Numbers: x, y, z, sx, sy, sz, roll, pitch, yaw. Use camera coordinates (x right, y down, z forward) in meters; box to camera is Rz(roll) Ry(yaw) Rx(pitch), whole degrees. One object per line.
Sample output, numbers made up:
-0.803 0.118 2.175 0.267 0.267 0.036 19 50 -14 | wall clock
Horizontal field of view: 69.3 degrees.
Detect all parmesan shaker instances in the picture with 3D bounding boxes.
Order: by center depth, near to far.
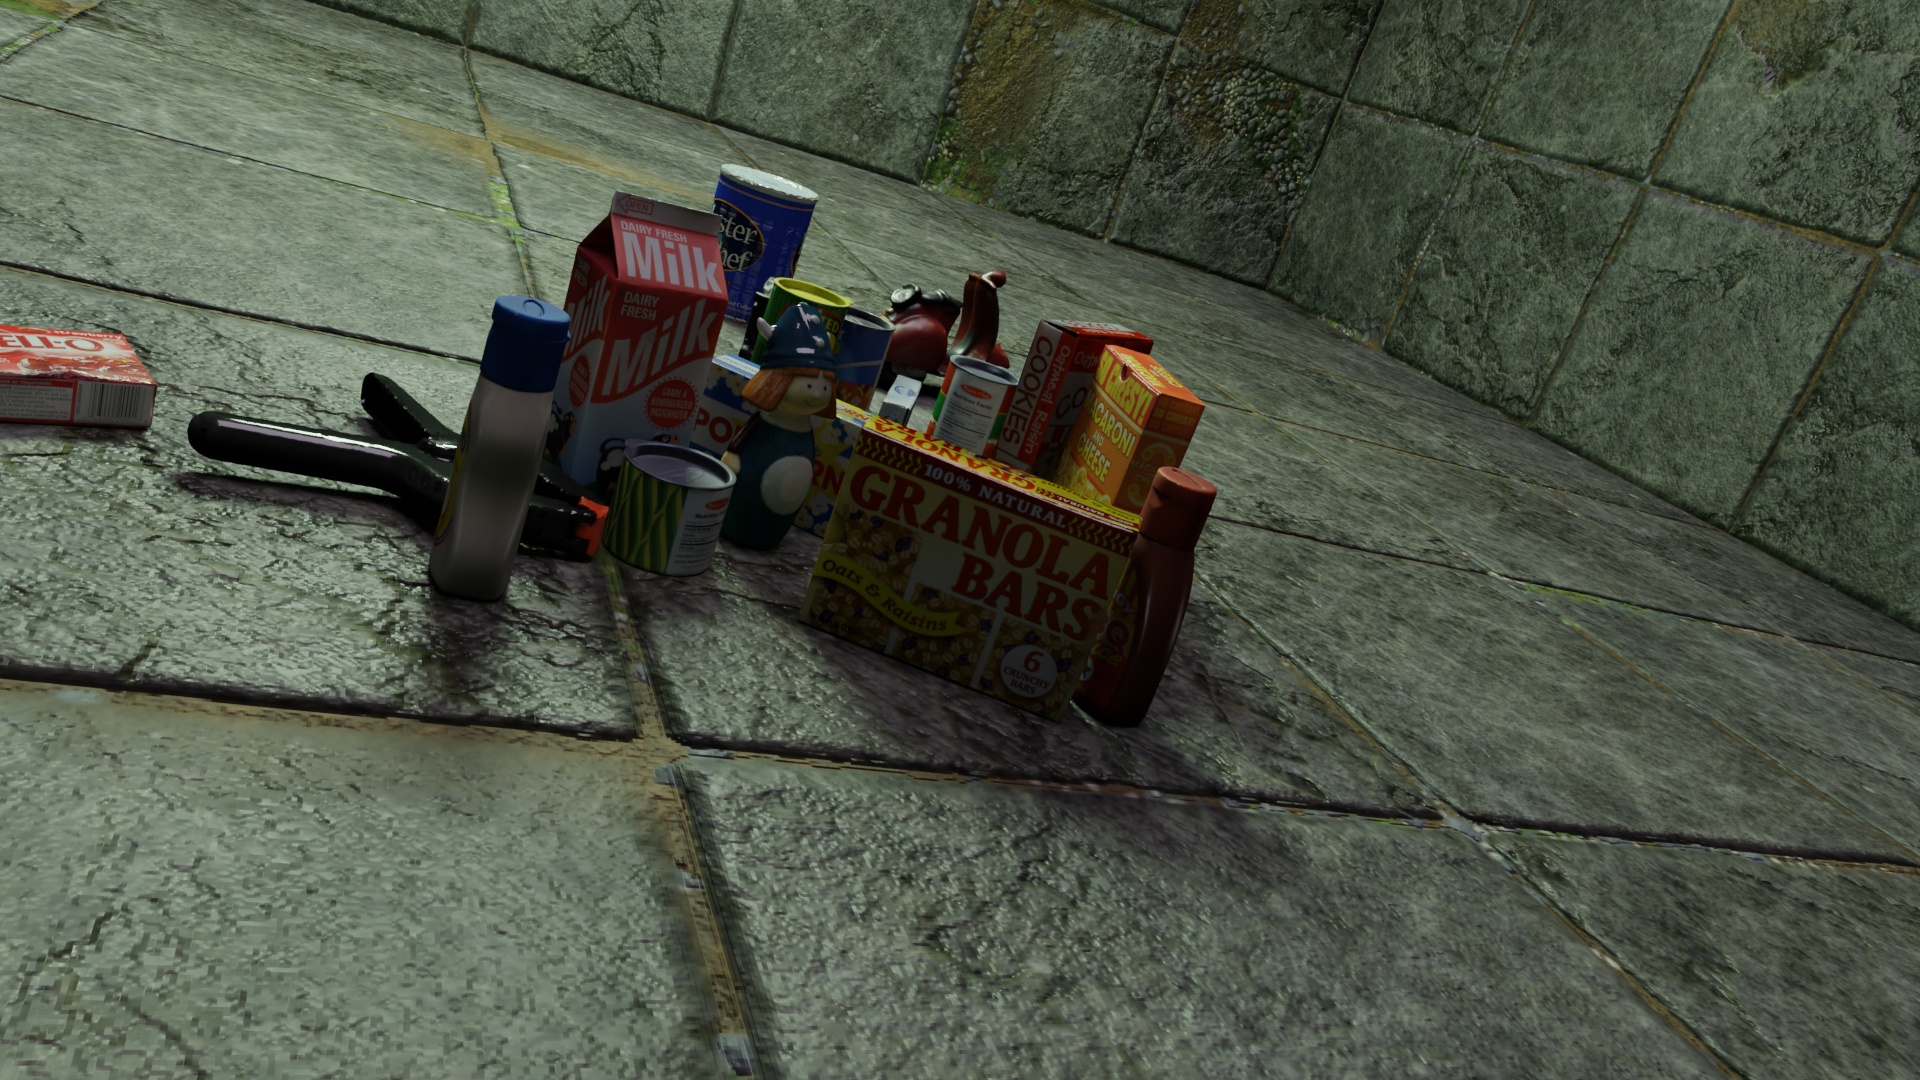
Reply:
-0.138 -0.162 1.176 0.071 0.102 0.071 18 18 -6 | parmesan shaker

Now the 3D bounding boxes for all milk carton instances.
-0.199 -0.113 0.843 0.072 0.189 0.073 5 23 -38 | milk carton

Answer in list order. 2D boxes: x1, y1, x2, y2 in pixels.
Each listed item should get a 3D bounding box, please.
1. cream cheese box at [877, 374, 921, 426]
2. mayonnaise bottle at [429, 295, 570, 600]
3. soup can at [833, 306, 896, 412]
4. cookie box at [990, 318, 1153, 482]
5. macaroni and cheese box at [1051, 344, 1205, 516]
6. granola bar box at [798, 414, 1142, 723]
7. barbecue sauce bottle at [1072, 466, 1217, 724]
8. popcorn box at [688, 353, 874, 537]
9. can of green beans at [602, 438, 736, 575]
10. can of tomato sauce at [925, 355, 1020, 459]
-0.056 -0.102 1.169 0.024 0.053 0.104 19 19 -2 | cream cheese box
-0.231 -0.048 0.696 0.041 0.147 0.065 11 20 -24 | mayonnaise bottle
-0.104 -0.162 1.240 0.071 0.083 0.071 18 19 -6 | soup can
0.082 -0.089 1.093 0.040 0.166 0.123 30 21 28 | cookie box
0.107 -0.044 0.996 0.040 0.165 0.124 14 19 -18 | macaroni and cheese box
0.004 0.016 0.791 0.166 0.123 0.039 21 18 4 | granola bar box
0.107 0.031 0.815 0.044 0.148 0.065 7 22 -34 | barbecue sauce bottle
-0.124 -0.065 0.949 0.127 0.085 0.038 24 19 13 | popcorn box
-0.172 -0.019 0.816 0.071 0.057 0.071 18 19 -6 | can of green beans
0.010 -0.111 1.214 0.071 0.082 0.071 18 19 -6 | can of tomato sauce
